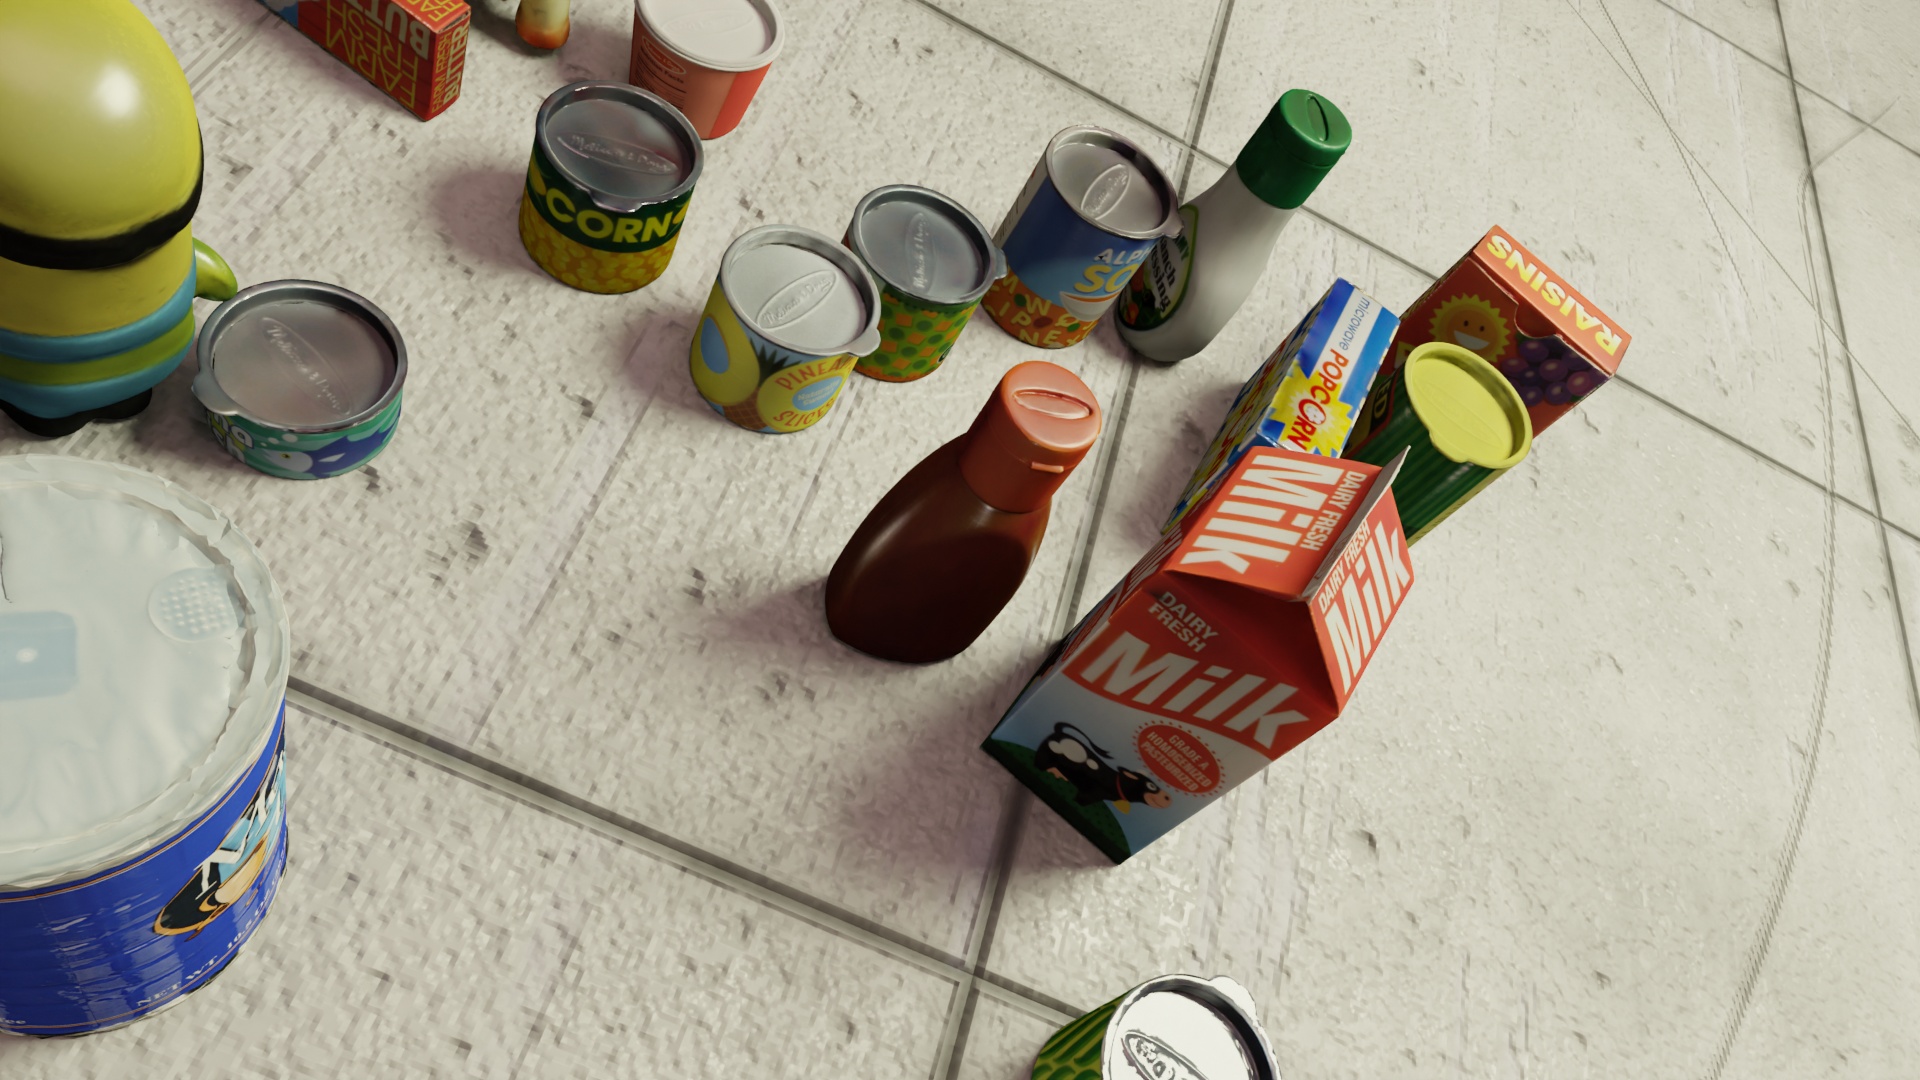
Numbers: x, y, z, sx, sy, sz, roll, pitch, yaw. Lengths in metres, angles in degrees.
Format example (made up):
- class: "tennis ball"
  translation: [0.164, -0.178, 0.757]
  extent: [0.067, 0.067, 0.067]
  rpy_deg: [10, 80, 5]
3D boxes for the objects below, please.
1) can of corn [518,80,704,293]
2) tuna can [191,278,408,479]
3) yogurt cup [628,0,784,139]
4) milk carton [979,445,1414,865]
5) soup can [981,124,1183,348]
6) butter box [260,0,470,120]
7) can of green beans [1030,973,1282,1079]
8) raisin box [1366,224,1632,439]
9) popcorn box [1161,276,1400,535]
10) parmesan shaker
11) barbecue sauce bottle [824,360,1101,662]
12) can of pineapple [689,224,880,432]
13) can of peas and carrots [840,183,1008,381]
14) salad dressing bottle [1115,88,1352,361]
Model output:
- class: "can of corn"
  translation: [-0.145, -0.143, 0.573]
  extent: [0.071, 0.058, 0.071]
  rpy_deg: [12, 55, -18]
- class: "tuna can"
  translation: [-0.234, -0.056, 0.490]
  extent: [0.071, 0.032, 0.071]
  rpy_deg: [12, 55, -18]
- class: "yogurt cup"
  translation: [-0.120, -0.223, 0.639]
  extent: [0.072, 0.053, 0.073]
  rpy_deg: [12, 55, -18]
- class: "milk carton"
  translation: [0.087, 0.037, 0.484]
  extent: [0.073, 0.189, 0.073]
  rpy_deg: [40, 51, 3]
- class: "soup can"
  translation: [0.054, -0.138, 0.649]
  extent: [0.071, 0.083, 0.072]
  rpy_deg: [12, 55, -18]
- class: "butter box"
  translation: [-0.254, -0.227, 0.578]
  extent: [0.103, 0.053, 0.024]
  rpy_deg: [36, 51, -1]
- class: "can of green beans"
  translation: [0.064, 0.185, 0.462]
  extent: [0.071, 0.057, 0.071]
  rpy_deg: [12, 55, -18]
- class: "raisin box"
  translation: [0.248, -0.081, 0.681]
  extent: [0.086, 0.122, 0.040]
  rpy_deg: [43, 52, 5]
- class: "popcorn box"
  translation: [0.148, -0.053, 0.639]
  extent: [0.038, 0.084, 0.127]
  rpy_deg: [36, 51, -1]
- class: "parmesan shaker"
  translation: [0.200, -0.033, 0.639]
  extent: [0.071, 0.102, 0.071]
  rpy_deg: [12, 55, -18]
- class: "barbecue sauce bottle"
  translation: [0.002, -0.006, 0.498]
  extent: [0.065, 0.147, 0.044]
  rpy_deg: [9, 56, -21]
- class: "can of pineapple"
  translation: [-0.072, -0.085, 0.570]
  extent: [0.071, 0.057, 0.071]
  rpy_deg: [12, 55, -18]
- class: "can of peas and carrots"
  translation: [-0.023, -0.112, 0.611]
  extent: [0.071, 0.058, 0.071]
  rpy_deg: [12, 55, -18]
- class: "salad dressing bottle"
  translation: [0.124, -0.143, 0.646]
  extent: [0.044, 0.147, 0.064]
  rpy_deg: [10, 56, -20]
